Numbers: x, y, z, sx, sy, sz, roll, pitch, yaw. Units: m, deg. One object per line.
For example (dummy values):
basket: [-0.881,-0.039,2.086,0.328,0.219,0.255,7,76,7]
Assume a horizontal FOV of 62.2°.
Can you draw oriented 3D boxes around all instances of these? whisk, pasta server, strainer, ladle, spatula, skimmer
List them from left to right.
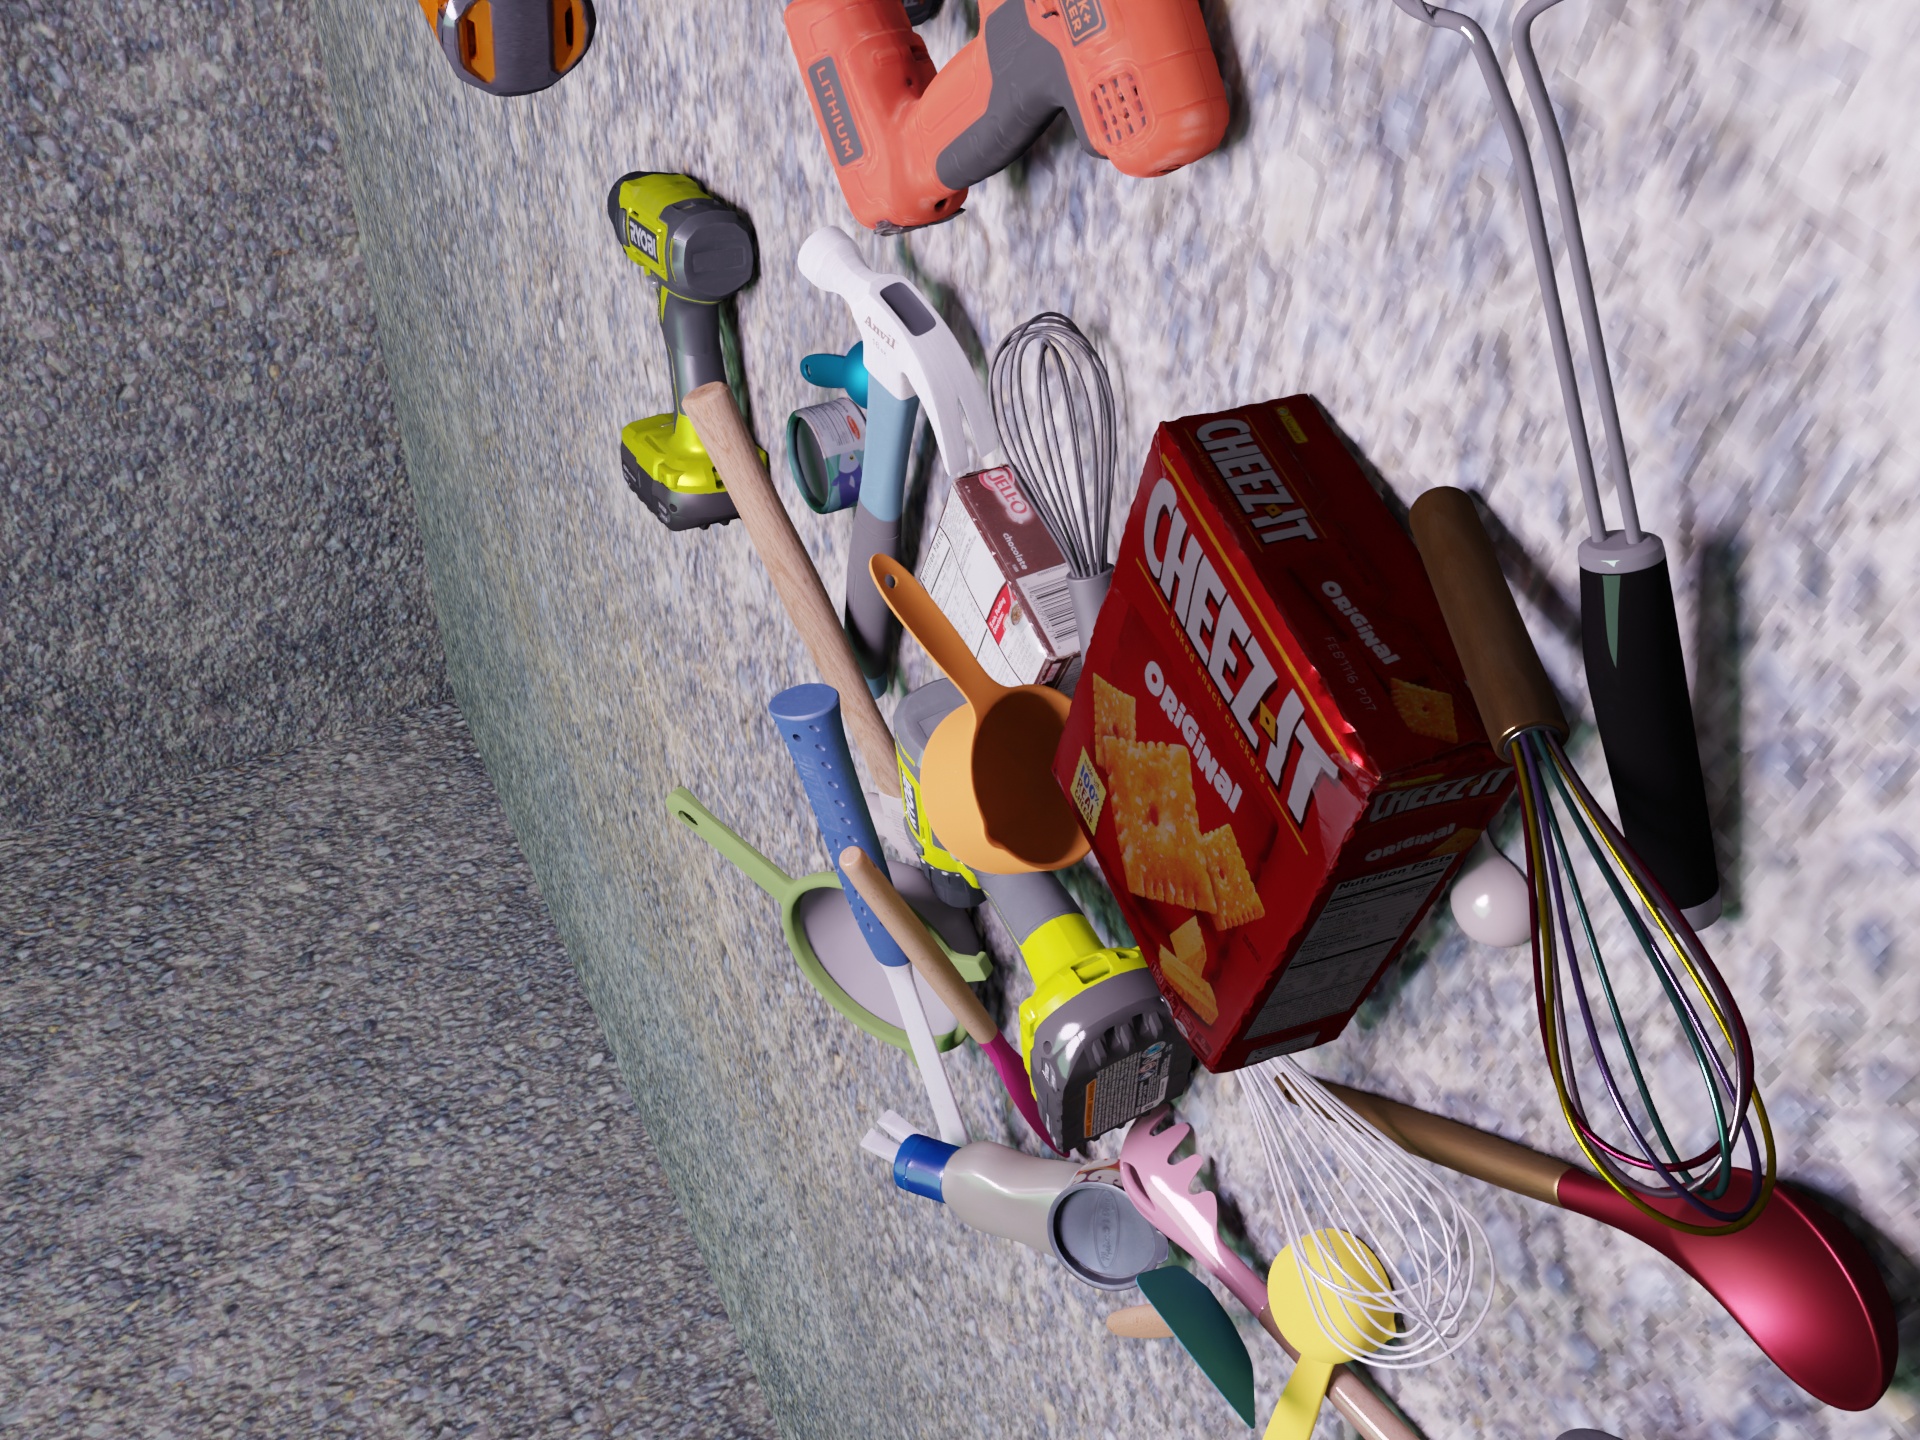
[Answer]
strainer: [-0.081,0.113,1.061,0.256,0.069,0.151,37,141,11]
whisk: [0.057,-0.064,0.715,0.055,0.055,0.238,28,137,59]
spatula: [0.106,0.334,0.871,0.082,0.044,0.317,50,162,13]
whisk: [0.129,0.151,0.674,0.285,0.070,0.070,-121,22,-54]
pasta server: [0.174,0.301,0.768,0.317,0.040,0.060,40,143,45]
ladle: [0.206,0.167,0.585,0.315,0.031,0.069,0,105,68]
whisk: [0.163,0.023,0.443,0.051,0.047,0.245,57,-160,-48]
skimmer: [0.182,-0.111,0.416,0.127,0.090,0.363,21,137,58]

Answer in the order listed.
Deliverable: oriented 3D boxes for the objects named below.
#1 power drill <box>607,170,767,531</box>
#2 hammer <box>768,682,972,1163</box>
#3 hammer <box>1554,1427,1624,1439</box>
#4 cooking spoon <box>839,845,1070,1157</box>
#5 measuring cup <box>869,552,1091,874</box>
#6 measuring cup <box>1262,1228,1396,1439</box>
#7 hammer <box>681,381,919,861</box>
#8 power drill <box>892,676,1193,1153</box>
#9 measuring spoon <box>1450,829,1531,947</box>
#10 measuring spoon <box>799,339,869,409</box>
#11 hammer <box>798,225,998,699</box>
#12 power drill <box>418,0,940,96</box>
power drill: [-0.195,-0.261,1.106,0.171,0.080,0.223,44,141,47]
hammer: [-0.044,0.153,0.980,0.144,0.035,0.405,9,130,35]
hammer: [0.217,0.391,0.682,0.149,0.036,0.408,47,151,30]
cooking spoon: [0.005,0.164,0.899,0.318,0.017,0.069,58,-175,-44]
measuring cup: [-0.001,-0.002,0.747,0.052,0.095,0.173,-18,114,51]
measuring cup: [0.154,0.309,0.739,0.062,0.029,0.156,32,114,46]
hammer: [-0.082,-0.050,0.968,0.130,0.031,0.331,14,134,54]
power drill: [0.034,0.109,0.864,0.190,0.080,0.229,86,158,-55]
measuring spoon: [0.168,0.024,0.565,0.124,0.018,0.034,69,158,6]
measuring spoon: [-0.076,-0.204,0.939,0.129,0.021,0.042,24,129,59]
hammer: [-0.047,-0.116,0.906,0.128,0.033,0.330,46,153,19]
power drill: [-0.135,-0.356,0.685,0.164,0.226,0.084,60,155,24]
